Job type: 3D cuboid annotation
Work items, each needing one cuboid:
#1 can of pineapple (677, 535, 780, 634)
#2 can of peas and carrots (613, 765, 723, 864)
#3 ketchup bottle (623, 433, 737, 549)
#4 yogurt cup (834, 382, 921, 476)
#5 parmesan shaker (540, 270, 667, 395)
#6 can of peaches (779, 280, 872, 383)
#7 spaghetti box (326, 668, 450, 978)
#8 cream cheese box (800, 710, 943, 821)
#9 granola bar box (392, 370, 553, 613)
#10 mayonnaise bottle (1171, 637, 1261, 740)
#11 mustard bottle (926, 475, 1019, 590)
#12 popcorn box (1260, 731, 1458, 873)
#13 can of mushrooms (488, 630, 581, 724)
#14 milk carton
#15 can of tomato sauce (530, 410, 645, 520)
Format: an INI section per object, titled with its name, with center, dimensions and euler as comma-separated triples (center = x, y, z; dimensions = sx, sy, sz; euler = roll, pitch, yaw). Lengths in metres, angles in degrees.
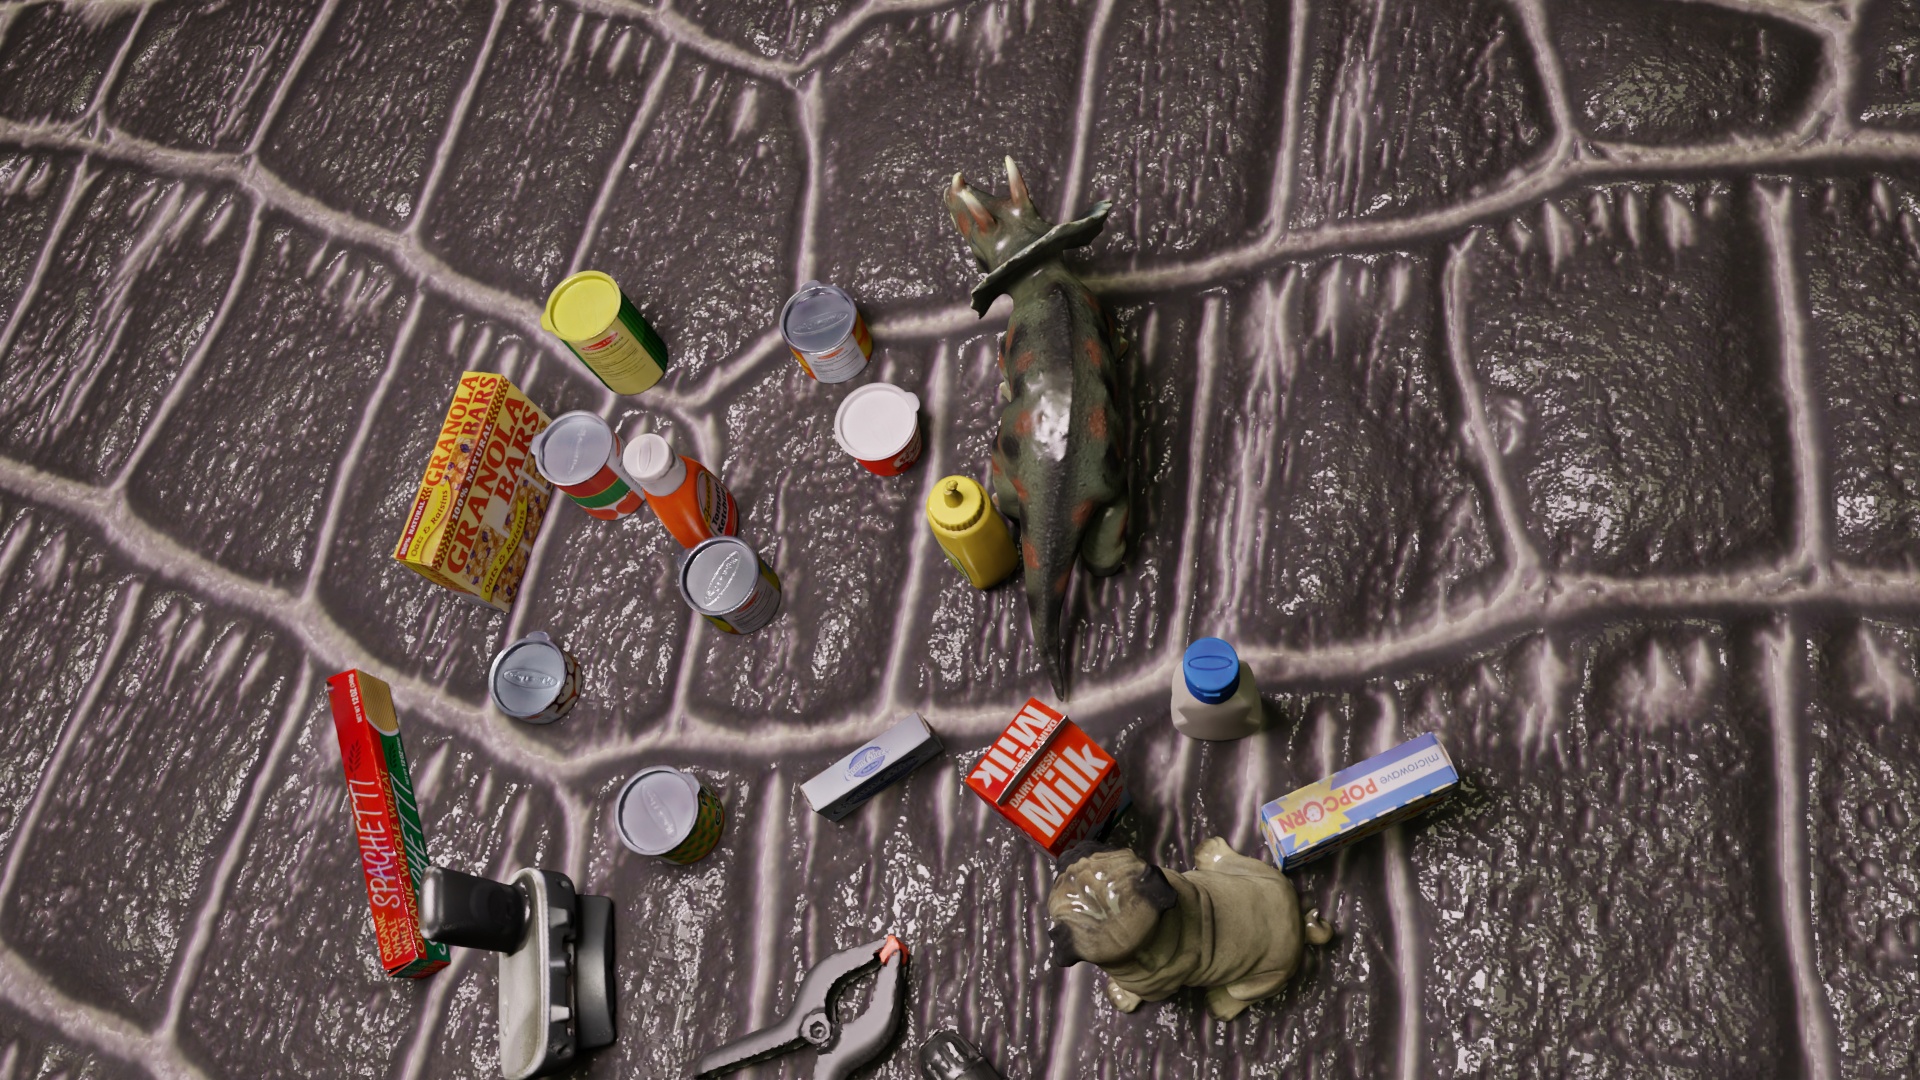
[can of pineapple]
center = -0.184, 0.035, 1.107
dimensions = 0.071, 0.057, 0.071
euler = -4, 69, 10
[can of peas and carrots]
center = -0.217, 0.206, 1.047
dimensions = 0.071, 0.058, 0.071
euler = -4, 69, 10
[ketchup bottle]
center = -0.220, -0.037, 1.093
dimensions = 0.043, 0.148, 0.065
euler = -5, 69, 10
[yogurt cup]
center = -0.063, -0.087, 1.133
dimensions = 0.072, 0.053, 0.072
euler = -4, 69, 10
[parmesan shaker]
center = -0.303, -0.175, 1.189
dimensions = 0.071, 0.102, 0.071
euler = -4, 69, 10
[can of peaches]
center = -0.113, -0.176, 1.175
dimensions = 0.071, 0.058, 0.071
euler = -4, 69, 10
[spaghetti box]
center = -0.452, 0.220, 1.094
dimensions = 0.029, 0.050, 0.251
euler = -24, 66, 2
[cream cheese box]
center = -0.064, 0.169, 1.033
dimensions = 0.104, 0.053, 0.024
euler = -33, 67, -2
[granola bar box]
center = -0.390, -0.038, 1.142
dimensions = 0.039, 0.124, 0.166
euler = 9, 71, 15
[mayonnaise bottle]
center = 0.175, 0.104, 0.958
dimensions = 0.065, 0.147, 0.041
euler = -2, 69, 11
[mustard bottle]
center = 0.004, -0.013, 1.032
dimensions = 0.049, 0.159, 0.065
euler = -38, 67, -4
[popcorn box]
center = 0.268, 0.180, 0.943
dimensions = 0.127, 0.085, 0.038
euler = -24, 67, 2
[can of mushrooms]
center = -0.342, 0.111, 1.123
dimensions = 0.071, 0.033, 0.071
euler = -4, 68, 10
[milk carton]
center = 0.060, 0.166, 0.934
dimensions = 0.073, 0.190, 0.072
euler = 35, 80, 21
[can of tomato sauce]
center = -0.306, -0.061, 1.156
dimensions = 0.071, 0.083, 0.071
euler = -4, 69, 10
